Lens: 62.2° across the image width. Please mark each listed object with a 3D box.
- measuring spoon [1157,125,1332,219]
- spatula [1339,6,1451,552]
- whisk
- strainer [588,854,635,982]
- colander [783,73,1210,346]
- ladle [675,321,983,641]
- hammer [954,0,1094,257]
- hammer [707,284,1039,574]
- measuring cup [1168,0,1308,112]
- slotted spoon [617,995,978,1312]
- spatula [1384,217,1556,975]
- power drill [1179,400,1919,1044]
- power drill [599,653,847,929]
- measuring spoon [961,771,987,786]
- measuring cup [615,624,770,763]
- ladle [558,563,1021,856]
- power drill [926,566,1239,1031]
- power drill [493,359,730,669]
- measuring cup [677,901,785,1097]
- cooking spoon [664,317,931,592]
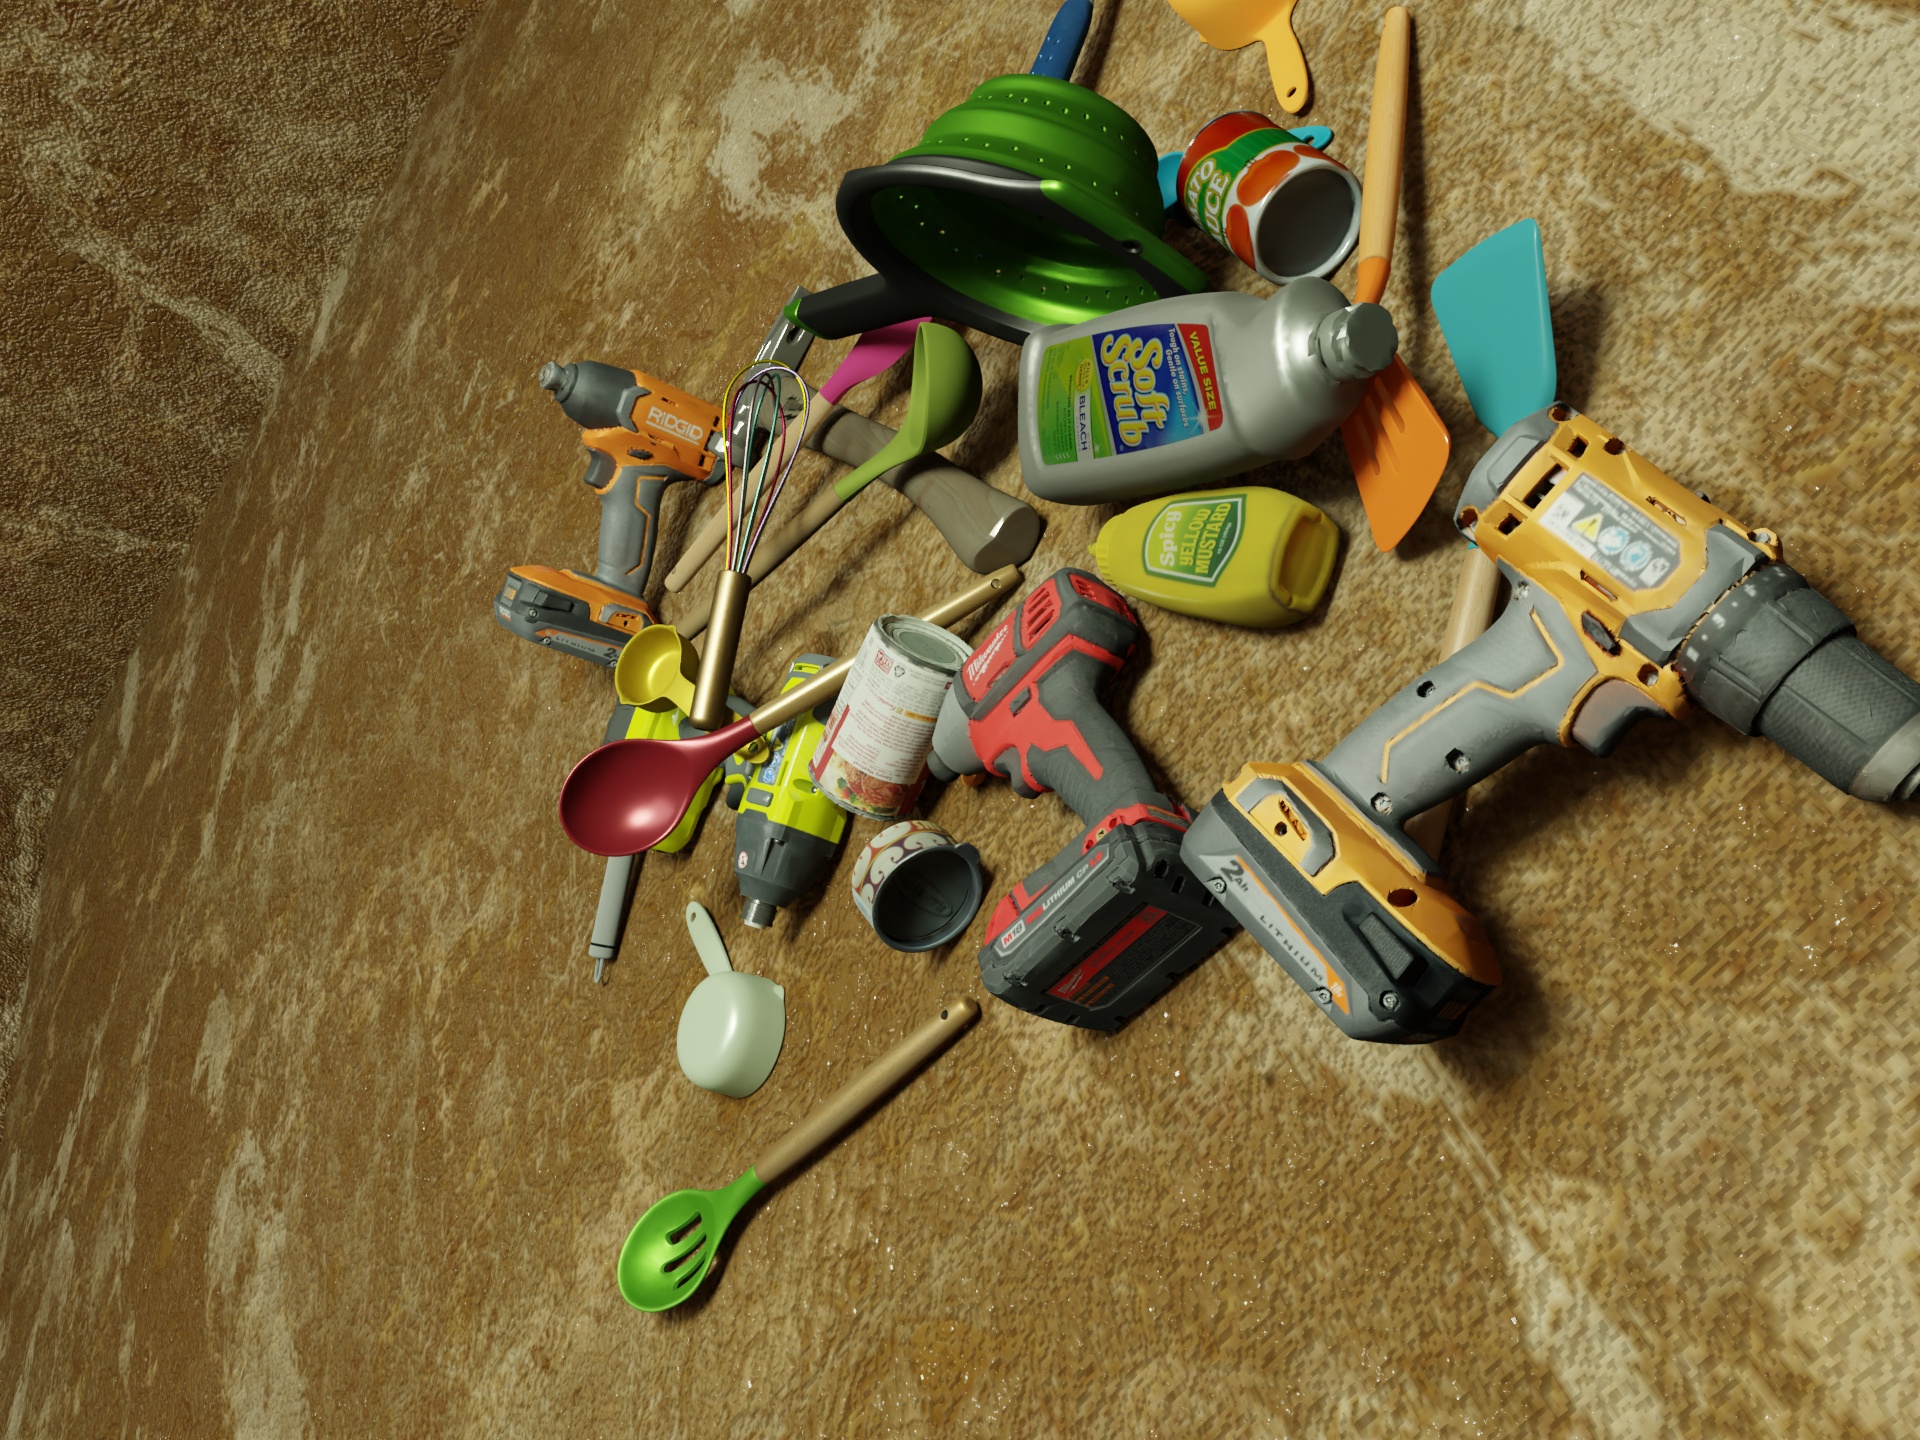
[{"bbox_3d":[0.156,-0.310,0.901,0.129,0.021,0.042,-2,68,42],"label":"measuring spoon"},{"bbox_3d":[0.208,-0.231,0.759,0.081,0.041,0.323,104,178,-61],"label":"spatula"},{"bbox_3d":[-0.142,-0.113,1.006,0.051,0.047,0.245,-4,73,53],"label":"whisk"},{"bbox_3d":[-0.242,0.066,1.179,0.087,0.050,0.258,-2,76,59],"label":"strainer"},{"bbox_3d":[0.001,-0.289,0.934,0.397,0.204,0.094,11,79,59],"label":"colander"},{"bbox_3d":[-0.103,-0.137,1.027,0.320,0.062,0.078,-36,41,30],"label":"ladle"},{"bbox_3d":[0.084,-0.478,1.039,0.144,0.035,0.405,11,76,53],"label":"hammer"},{"bbox_3d":[-0.058,-0.196,1.089,0.146,0.038,0.411,-61,37,7],"label":"hammer"},{"bbox_3d":[0.163,-0.413,0.909,0.095,0.052,0.174,-35,45,36],"label":"measuring cup"},{"bbox_3d":[-0.096,0.247,0.908,0.313,0.031,0.070,-44,42,26],"label":"slotted spoon"},{"bbox_3d":[0.205,-0.049,0.671,0.082,0.044,0.317,162,123,-75],"label":"spatula"},{"bbox_3d":[0.212,0.020,0.579,0.226,0.084,0.186,-51,56,14],"label":"power drill"},{"bbox_3d":[-0.154,0.038,1.053,0.223,0.080,0.171,8,77,50],"label":"power drill"},{"bbox_3d":[-0.001,-0.003,0.938,0.021,0.011,0.117,-58,32,31],"label":"measuring spoon"},{"bbox_3d":[-0.165,-0.009,1.024,0.157,0.029,0.062,35,91,35],"label":"measuring cup"},{"bbox_3d":[-0.102,-0.011,0.956,0.315,0.069,0.031,-30,5,7],"label":"ladle"},{"bbox_3d":[0.048,0.037,0.800,0.143,0.078,0.220,-45,39,27],"label":"power drill"},{"bbox_3d":[-0.284,-0.165,1.252,0.084,0.164,0.226,23,92,54],"label":"power drill"},{"bbox_3d":[-0.164,0.169,1.023,0.083,0.038,0.168,-54,40,17],"label":"measuring cup"},{"bbox_3d":[-0.109,-0.206,1.110,0.319,0.017,0.069,-47,40,20],"label":"cooking spoon"}]
